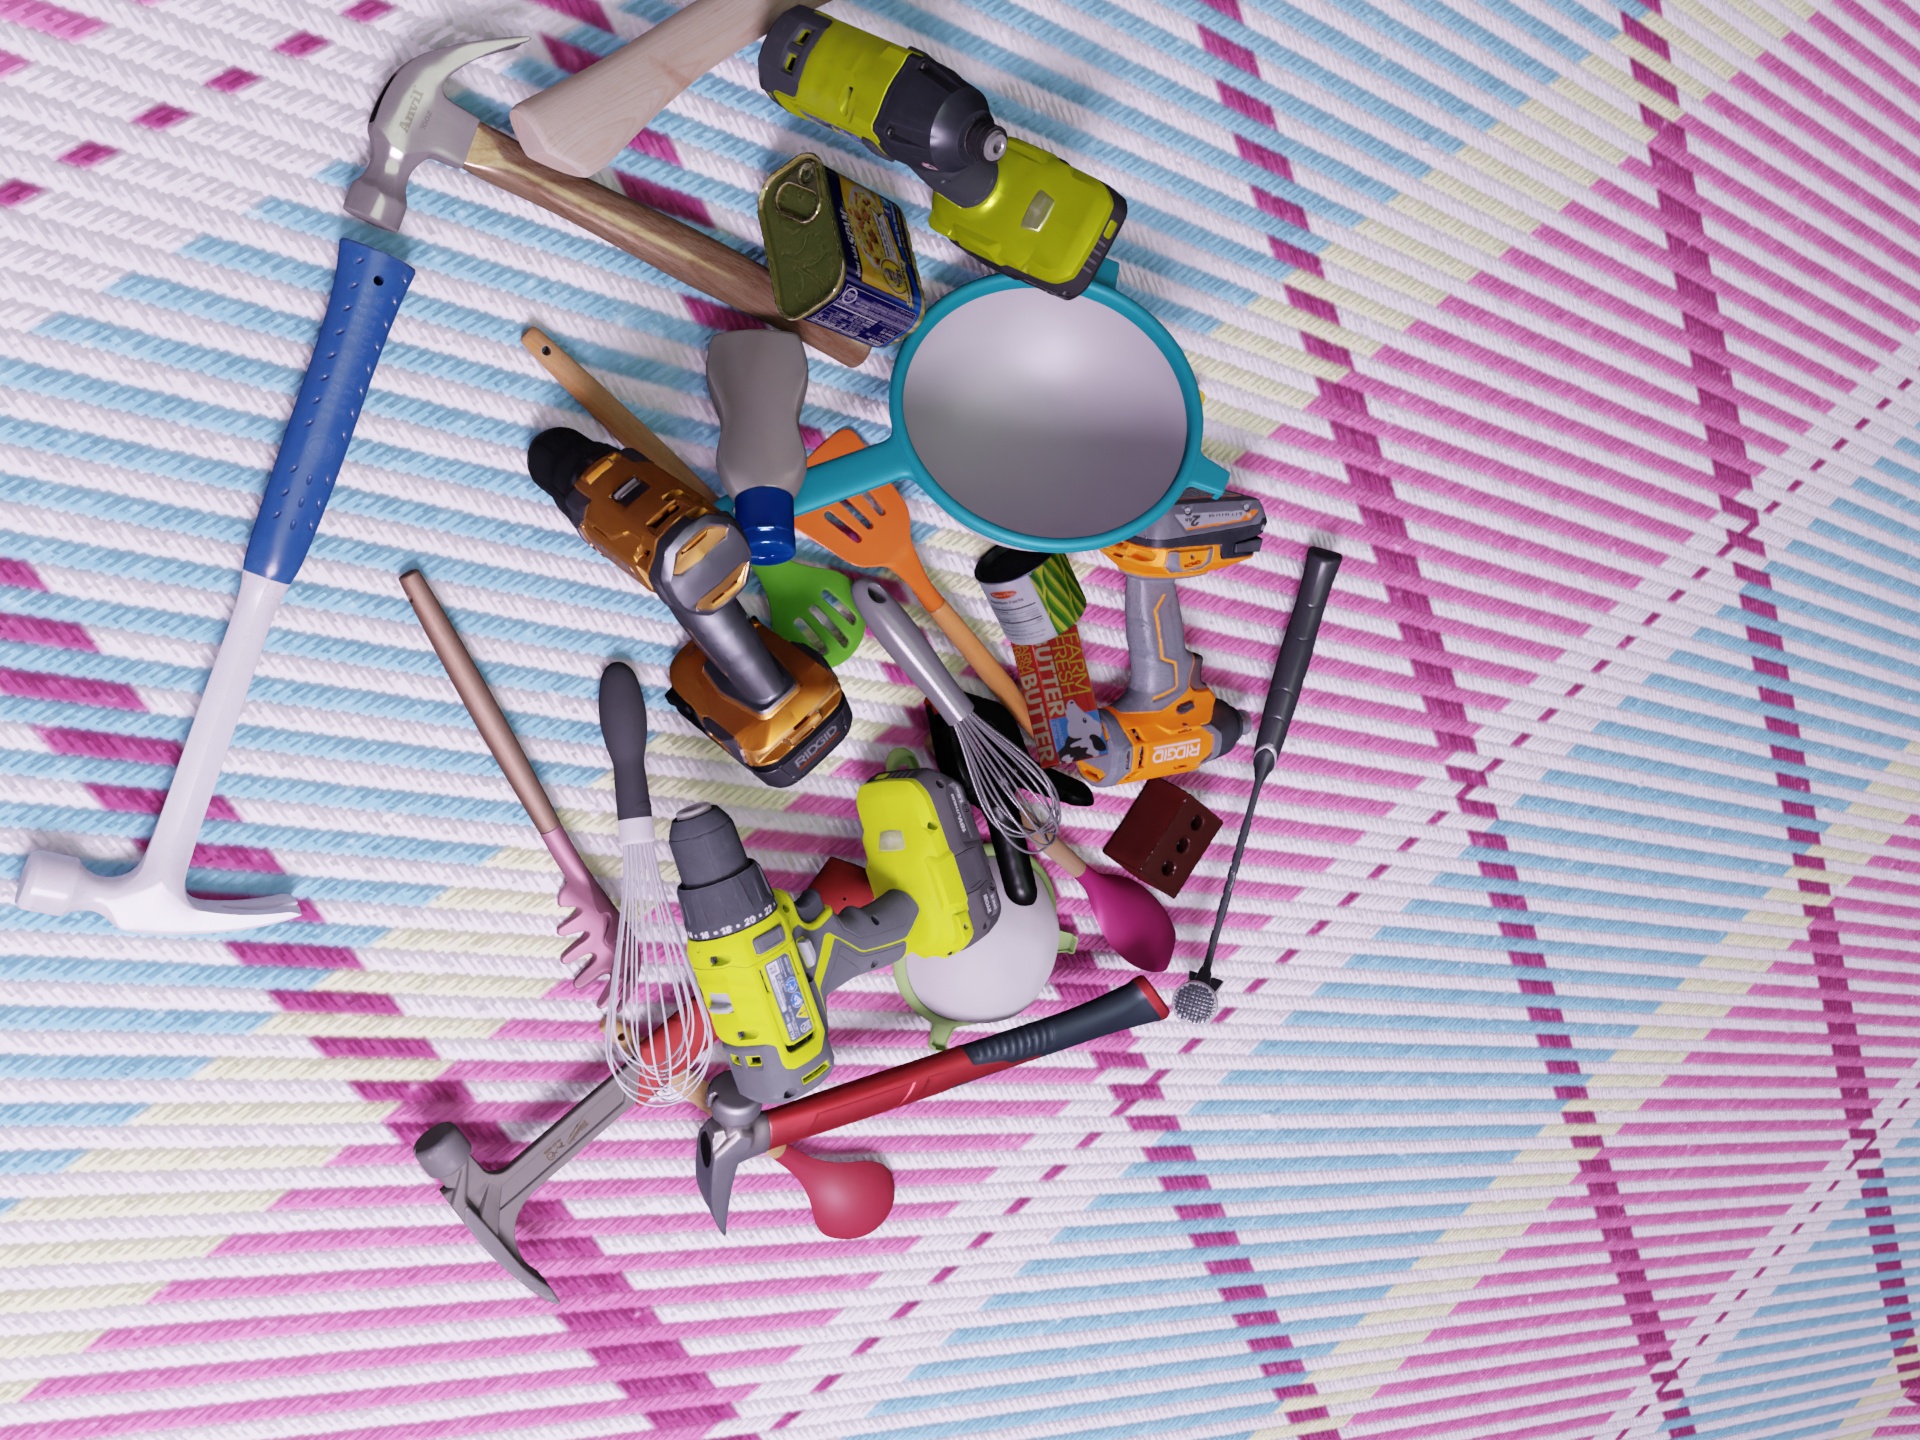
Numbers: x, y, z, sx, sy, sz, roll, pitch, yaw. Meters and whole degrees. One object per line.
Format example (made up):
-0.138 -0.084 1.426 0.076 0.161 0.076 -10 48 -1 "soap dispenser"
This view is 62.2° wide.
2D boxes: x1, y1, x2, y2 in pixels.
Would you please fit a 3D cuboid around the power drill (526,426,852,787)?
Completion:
-0.172 -0.077 0.979 0.084 0.185 0.226 -44 141 -15 "power drill"

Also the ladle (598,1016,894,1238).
-0.150 0.301 1.168 0.069 0.031 0.315 -50 122 -8 "ladle"

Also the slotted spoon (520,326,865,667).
-0.165 -0.137 1.031 0.070 0.031 0.313 -49 122 -6 "slotted spoon"

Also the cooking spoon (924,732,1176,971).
0.078 0.104 1.253 0.318 0.017 0.069 42 53 -31 "cooking spoon"

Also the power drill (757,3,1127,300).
0.003 -0.338 0.963 0.223 0.171 0.080 12 110 -58 "power drill"

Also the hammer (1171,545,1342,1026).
0.249 0.051 1.318 0.149 0.036 0.409 33 74 -77 "hammer"

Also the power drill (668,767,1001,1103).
-0.086 0.116 1.051 0.228 0.080 0.190 -28 105 -45 "power drill"

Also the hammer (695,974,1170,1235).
-0.011 0.270 1.183 0.386 0.038 0.143 -12 132 -29 "hammer"

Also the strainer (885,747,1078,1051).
0.009 0.132 1.194 0.151 0.069 0.256 -34 121 -20 "strainer"

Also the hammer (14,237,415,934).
-0.390 -0.069 0.899 0.144 0.035 0.405 19 93 -35 "hammer"

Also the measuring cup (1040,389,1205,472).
0.119 -0.217 1.191 0.156 0.029 0.062 -29 117 -26 "measuring cup"

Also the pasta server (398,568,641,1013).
-0.277 0.050 1.004 0.040 0.060 0.316 -42 121 -38 "pasta server"

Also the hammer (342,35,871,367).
-0.190 -0.297 0.965 0.331 0.031 0.130 19 93 -36 "hammer"

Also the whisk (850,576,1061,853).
-0.003 -0.003 1.110 0.055 0.055 0.238 -41 105 -16 "whisk"

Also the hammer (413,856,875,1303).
-0.187 0.226 1.095 0.359 0.037 0.149 -40 116 -22 "hammer"

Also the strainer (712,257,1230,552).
-0.005 -0.172 1.073 0.340 0.095 0.211 -21 75 -13 "strainer"

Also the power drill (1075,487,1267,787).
0.172 -0.066 1.238 0.164 0.084 0.226 -8 112 -33 "power drill"

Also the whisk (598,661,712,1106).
-0.202 0.102 1.016 0.070 0.070 0.285 -4 83 -32 "whisk"

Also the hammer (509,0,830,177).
-0.099 -0.452 0.953 0.411 0.038 0.146 -40 120 -23 "hammer"

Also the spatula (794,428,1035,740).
-0.010 -0.071 1.153 0.081 0.041 0.322 -50 128 -13 "spatula"
